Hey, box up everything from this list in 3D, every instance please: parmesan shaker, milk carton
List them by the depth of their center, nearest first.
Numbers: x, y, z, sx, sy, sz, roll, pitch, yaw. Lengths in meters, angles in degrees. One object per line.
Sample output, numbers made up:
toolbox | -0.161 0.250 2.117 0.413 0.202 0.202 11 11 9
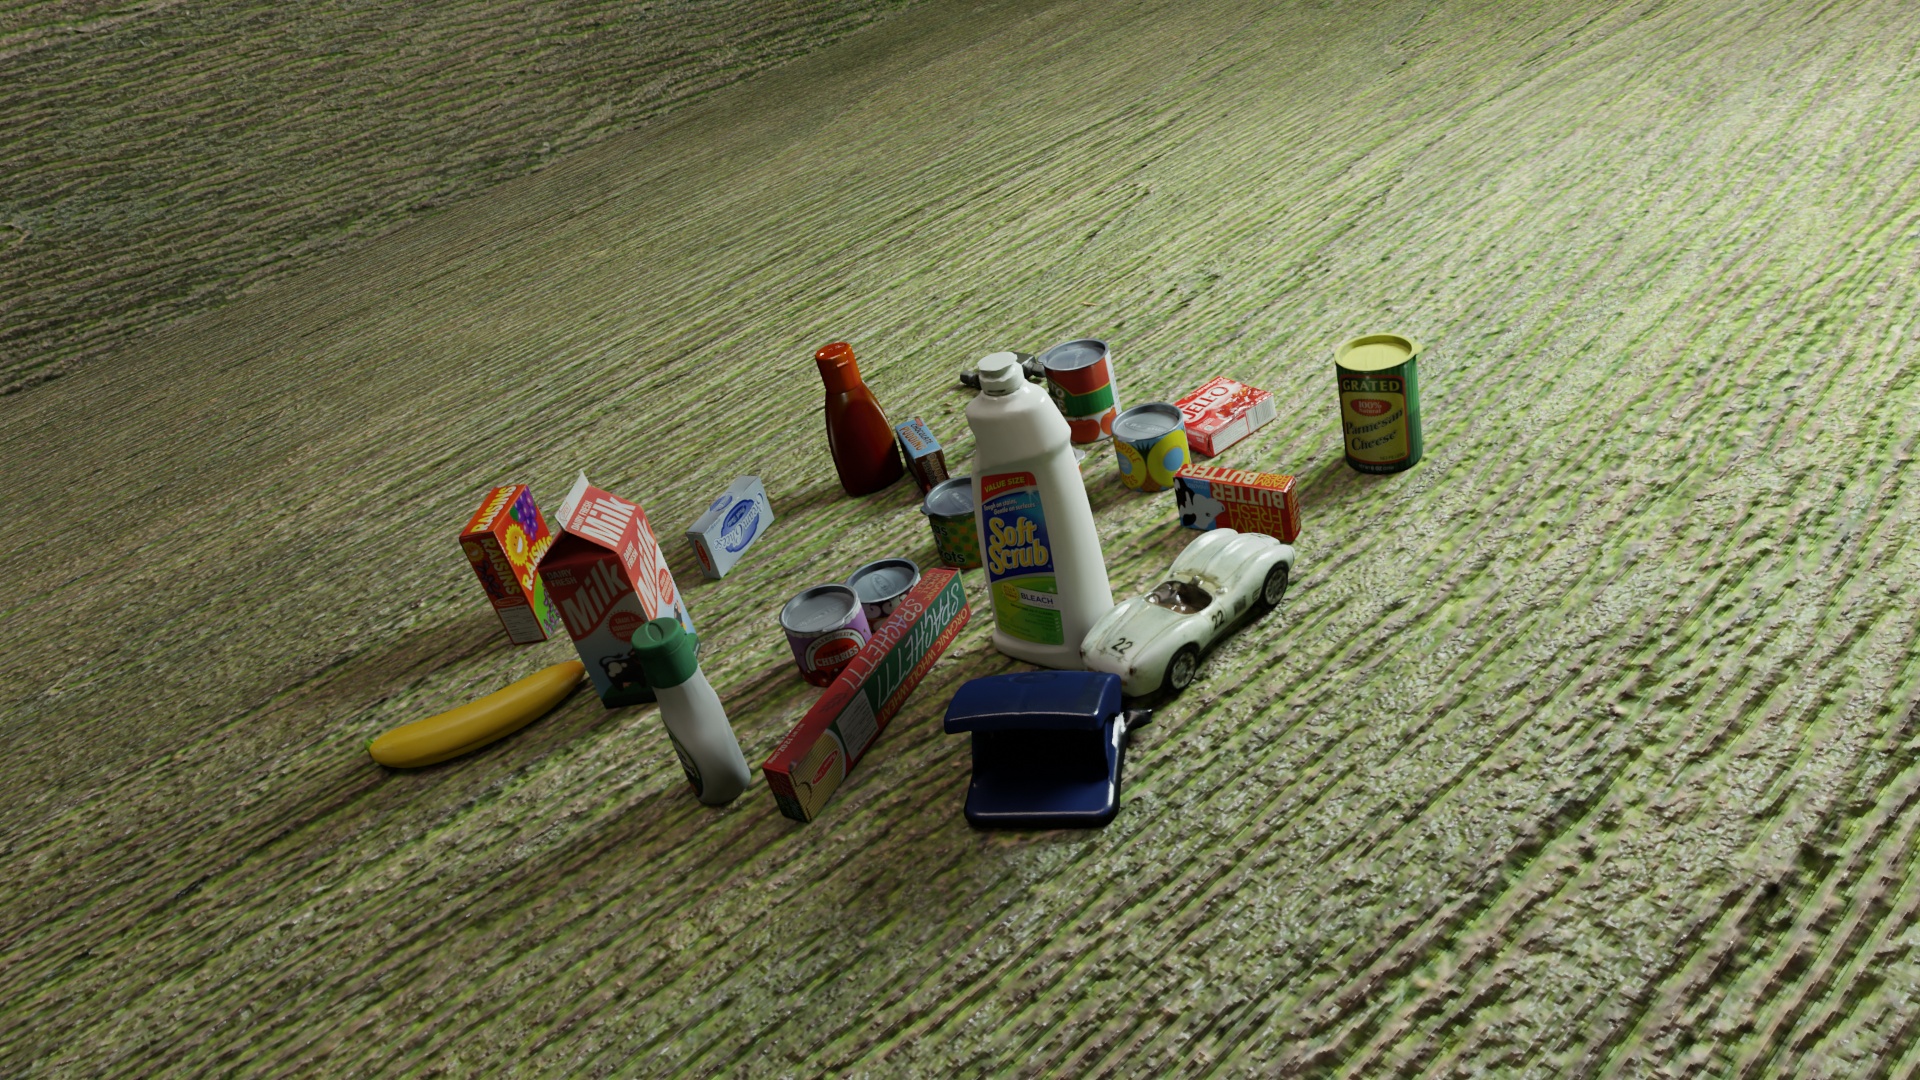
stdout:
milk carton | -0.284 0.040 1.138 0.073 0.189 0.073 -10 31 10
parmesan shaker | 0.359 -0.115 1.180 0.071 0.102 0.071 -12 31 7

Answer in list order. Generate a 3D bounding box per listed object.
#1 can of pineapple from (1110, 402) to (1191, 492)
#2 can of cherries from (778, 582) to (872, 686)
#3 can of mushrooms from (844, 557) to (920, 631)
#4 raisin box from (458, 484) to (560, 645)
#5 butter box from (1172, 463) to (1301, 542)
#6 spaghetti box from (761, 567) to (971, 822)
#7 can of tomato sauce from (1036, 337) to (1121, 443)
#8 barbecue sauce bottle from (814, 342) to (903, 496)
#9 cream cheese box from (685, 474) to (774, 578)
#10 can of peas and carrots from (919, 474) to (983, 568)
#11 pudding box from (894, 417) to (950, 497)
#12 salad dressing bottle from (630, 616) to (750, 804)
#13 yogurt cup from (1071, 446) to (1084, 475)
can of pineapple | 0.171 -0.084 1.258 0.071 0.057 0.071 -12 31 7
can of cherries | -0.106 0.078 1.124 0.071 0.058 0.072 -12 31 7
can of mushrooms | -0.066 0.047 1.180 0.071 0.033 0.071 -12 31 7
raisin box | -0.409 0.022 1.289 0.040 0.122 0.086 -9 32 12
butter box | 0.230 -0.032 1.152 0.103 0.053 0.024 9 39 36
spaghetti box | -0.064 0.110 1.061 0.028 0.050 0.251 5 37 31
can of tomato sauce | 0.118 -0.146 1.357 0.071 0.082 0.071 -12 31 7
barbecue sauce bottle | -0.103 -0.119 1.352 0.065 0.147 0.044 -26 32 -16
cream cheese box | -0.219 -0.014 1.328 0.024 0.053 0.104 2 35 27
can of peas and carrots | 0.004 -0.015 1.223 0.071 0.058 0.071 -12 31 7
pudding box | -0.036 -0.081 1.356 0.030 0.049 0.084 -20 31 -7
salad dressing bottle | -0.196 0.123 1.005 0.044 0.147 0.064 -26 32 -16
yogurt cup | 0.079 -0.048 1.246 0.072 0.053 0.073 -12 31 7
